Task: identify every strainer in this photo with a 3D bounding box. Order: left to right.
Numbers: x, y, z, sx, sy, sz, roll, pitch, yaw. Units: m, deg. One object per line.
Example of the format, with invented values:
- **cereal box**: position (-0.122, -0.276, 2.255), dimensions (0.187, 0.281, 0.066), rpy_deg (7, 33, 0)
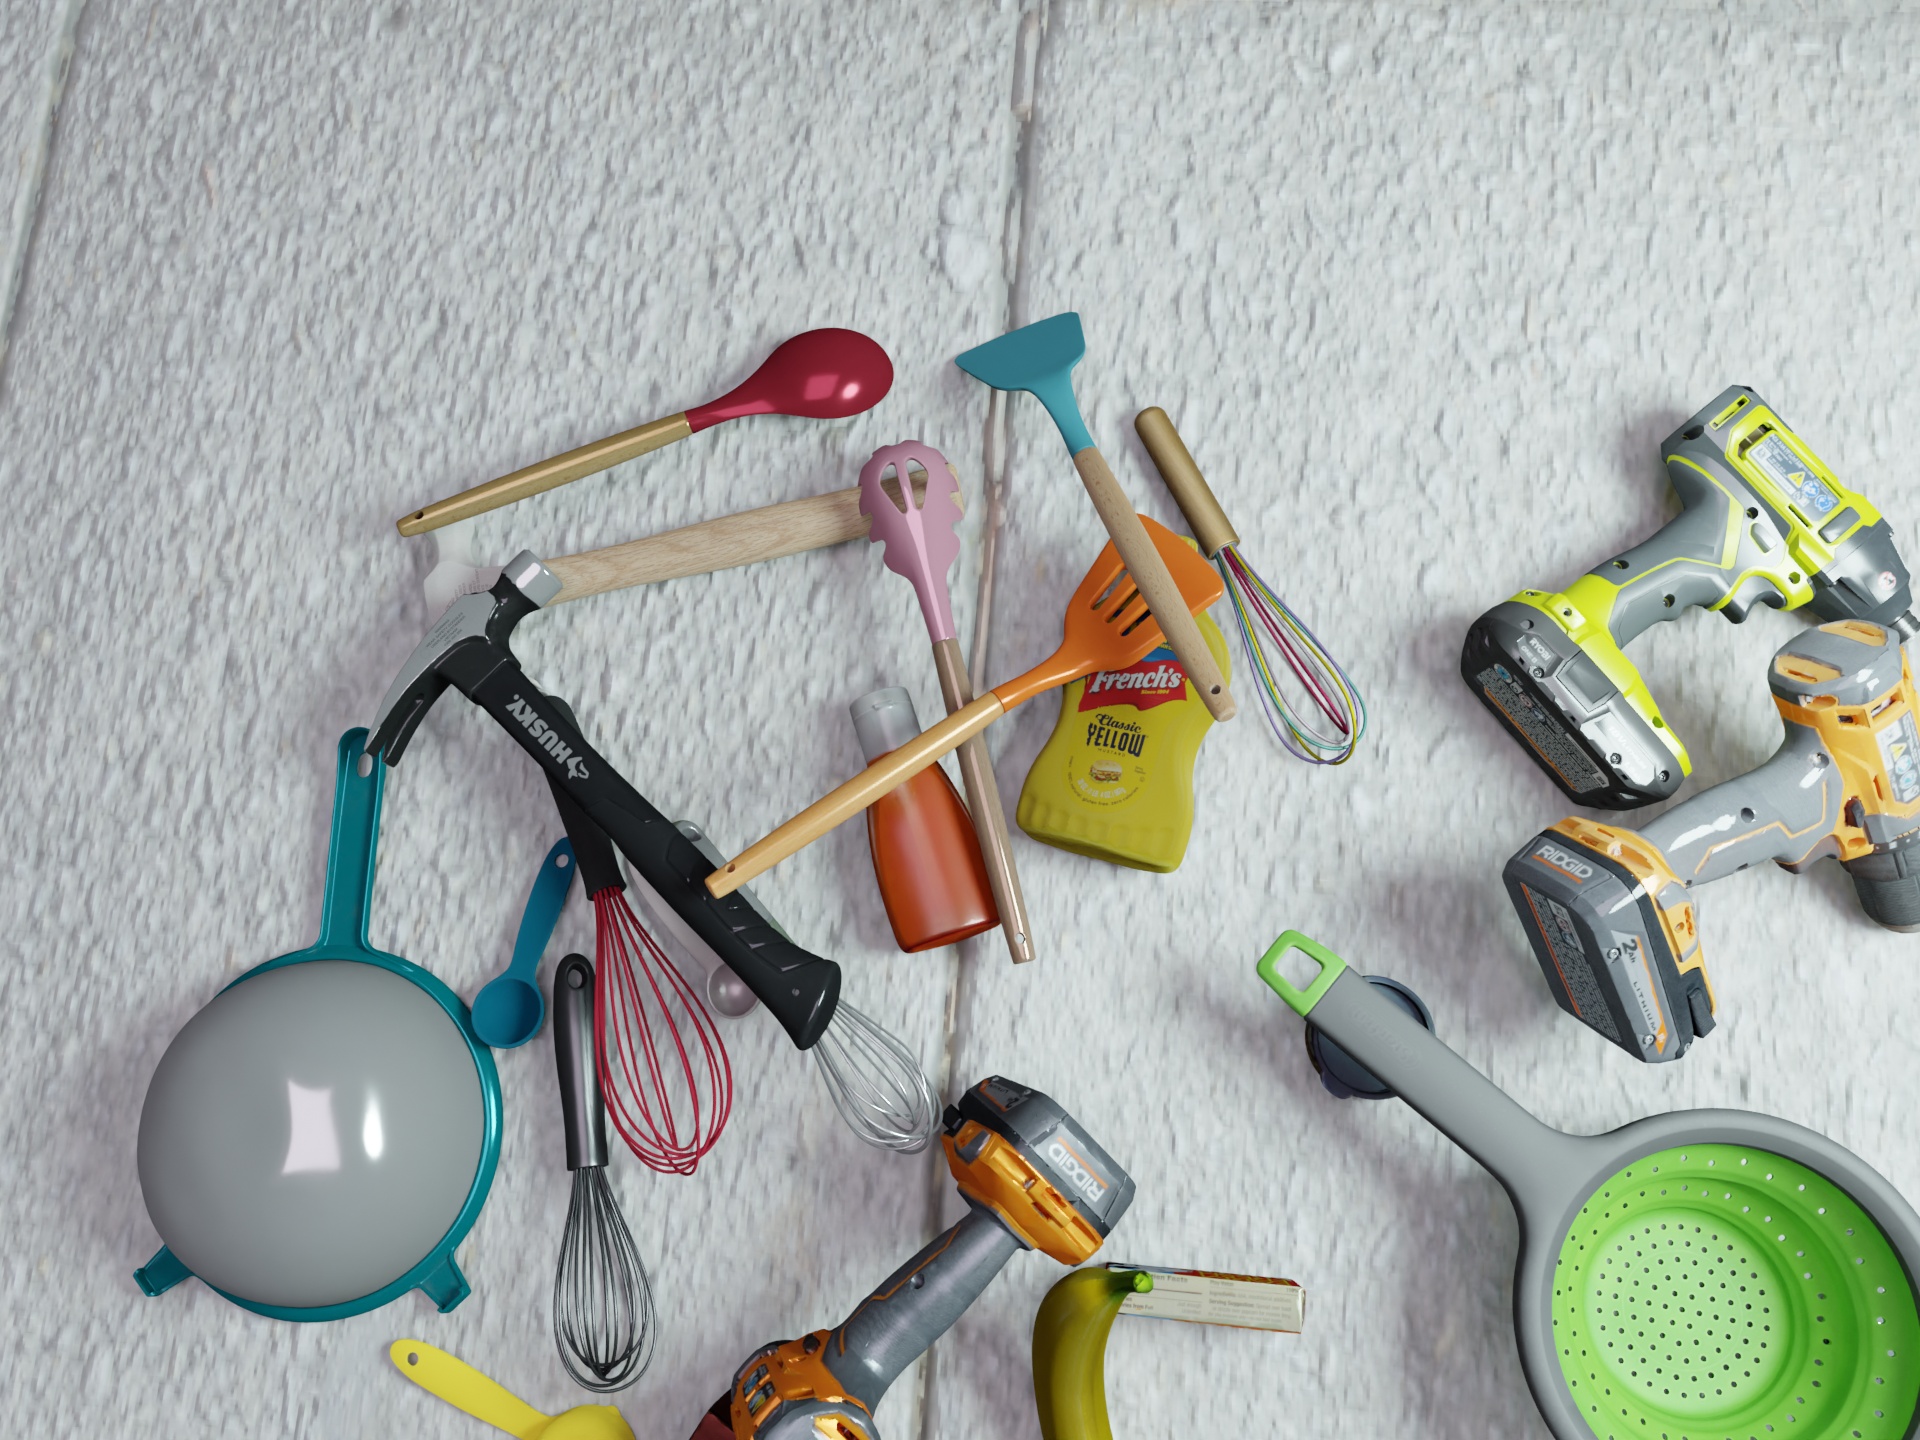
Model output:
- **strainer**: position (-0.368, 0.165, 0.893), dimensions (0.211, 0.095, 0.340), rpy_deg (1, 79, 5)

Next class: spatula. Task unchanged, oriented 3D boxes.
- **spatula**: position (-0.001, -0.003, 0.861), dimensions (0.322, 0.041, 0.081), rpy_deg (-33, 56, -16)
- **spatula**: position (0.084, -0.125, 0.899), dimensions (0.082, 0.044, 0.318), rpy_deg (-22, 61, -2)

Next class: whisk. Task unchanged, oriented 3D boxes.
- **whisk**: position (-0.205, 0.247, 0.888), dimensions (0.055, 0.055, 0.239), rpy_deg (-10, 73, 3)
- **whisk**: position (-0.196, 0.115, 0.907), dimensions (0.073, 0.073, 0.296), rpy_deg (-22, 70, 0)
- **whisk**: position (-0.093, 0.141, 0.881), dimensions (0.058, 0.059, 0.247), rpy_deg (-17, 52, -43)
- **whisk**: position (0.167, -0.084, 0.929), dimensions (0.051, 0.047, 0.245), rpy_deg (-25, 74, -3)

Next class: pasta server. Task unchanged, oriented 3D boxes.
- **pasta server**: position (-0.002, -0.017, 0.906), dimensions (0.060, 0.040, 0.316), rpy_deg (-14, 80, 1)

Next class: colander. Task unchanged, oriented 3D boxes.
- **colander**: position (0.315, 0.250, 0.819), dimensions (0.397, 0.094, 0.204), rpy_deg (40, 83, 15)

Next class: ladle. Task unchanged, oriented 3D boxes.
- **ladle**: position (-0.190, -0.172, 0.966), dimensions (0.315, 0.031, 0.069), rpy_deg (-22, 66, -6)

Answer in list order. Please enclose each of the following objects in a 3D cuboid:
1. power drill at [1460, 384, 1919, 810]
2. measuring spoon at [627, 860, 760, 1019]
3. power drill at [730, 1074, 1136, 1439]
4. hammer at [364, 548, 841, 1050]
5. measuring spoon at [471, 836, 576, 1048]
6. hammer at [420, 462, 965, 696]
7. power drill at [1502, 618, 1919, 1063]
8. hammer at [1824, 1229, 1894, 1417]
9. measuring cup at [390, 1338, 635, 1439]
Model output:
- **power drill**: position (0.410, -0.058, 0.886), dimensions (0.223, 0.080, 0.171), rpy_deg (-39, 82, -7)
- **measuring spoon**: position (-0.155, 0.122, 0.928), dimensions (0.034, 0.018, 0.124), rpy_deg (-44, 71, 9)
- **power drill**: position (-0.027, 0.292, 0.817), dimensions (0.084, 0.164, 0.226), rpy_deg (46, 75, -6)
- **hammer**: position (-0.190, 0.056, 0.878), dimensions (0.335, 0.035, 0.146), rpy_deg (42, 83, 19)
- **measuring spoon**: position (-0.248, 0.131, 0.934), dimensions (0.042, 0.021, 0.129), rpy_deg (12, 70, 8)
- **hammer**: position (-0.161, -0.102, 0.965), dimensions (0.331, 0.031, 0.130), rpy_deg (-12, 77, 2)
- **power drill**: position (0.410, 0.080, 0.820), dimensions (0.226, 0.084, 0.185), rpy_deg (-34, 115, -7)
- **hammer**: position (0.614, 0.337, 0.803), dimensions (0.331, 0.033, 0.128), rpy_deg (3, 77, 6)
- **measuring cup**: position (-0.250, 0.382, 0.868), dimensions (0.156, 0.029, 0.062), rpy_deg (26, 81, 8)
